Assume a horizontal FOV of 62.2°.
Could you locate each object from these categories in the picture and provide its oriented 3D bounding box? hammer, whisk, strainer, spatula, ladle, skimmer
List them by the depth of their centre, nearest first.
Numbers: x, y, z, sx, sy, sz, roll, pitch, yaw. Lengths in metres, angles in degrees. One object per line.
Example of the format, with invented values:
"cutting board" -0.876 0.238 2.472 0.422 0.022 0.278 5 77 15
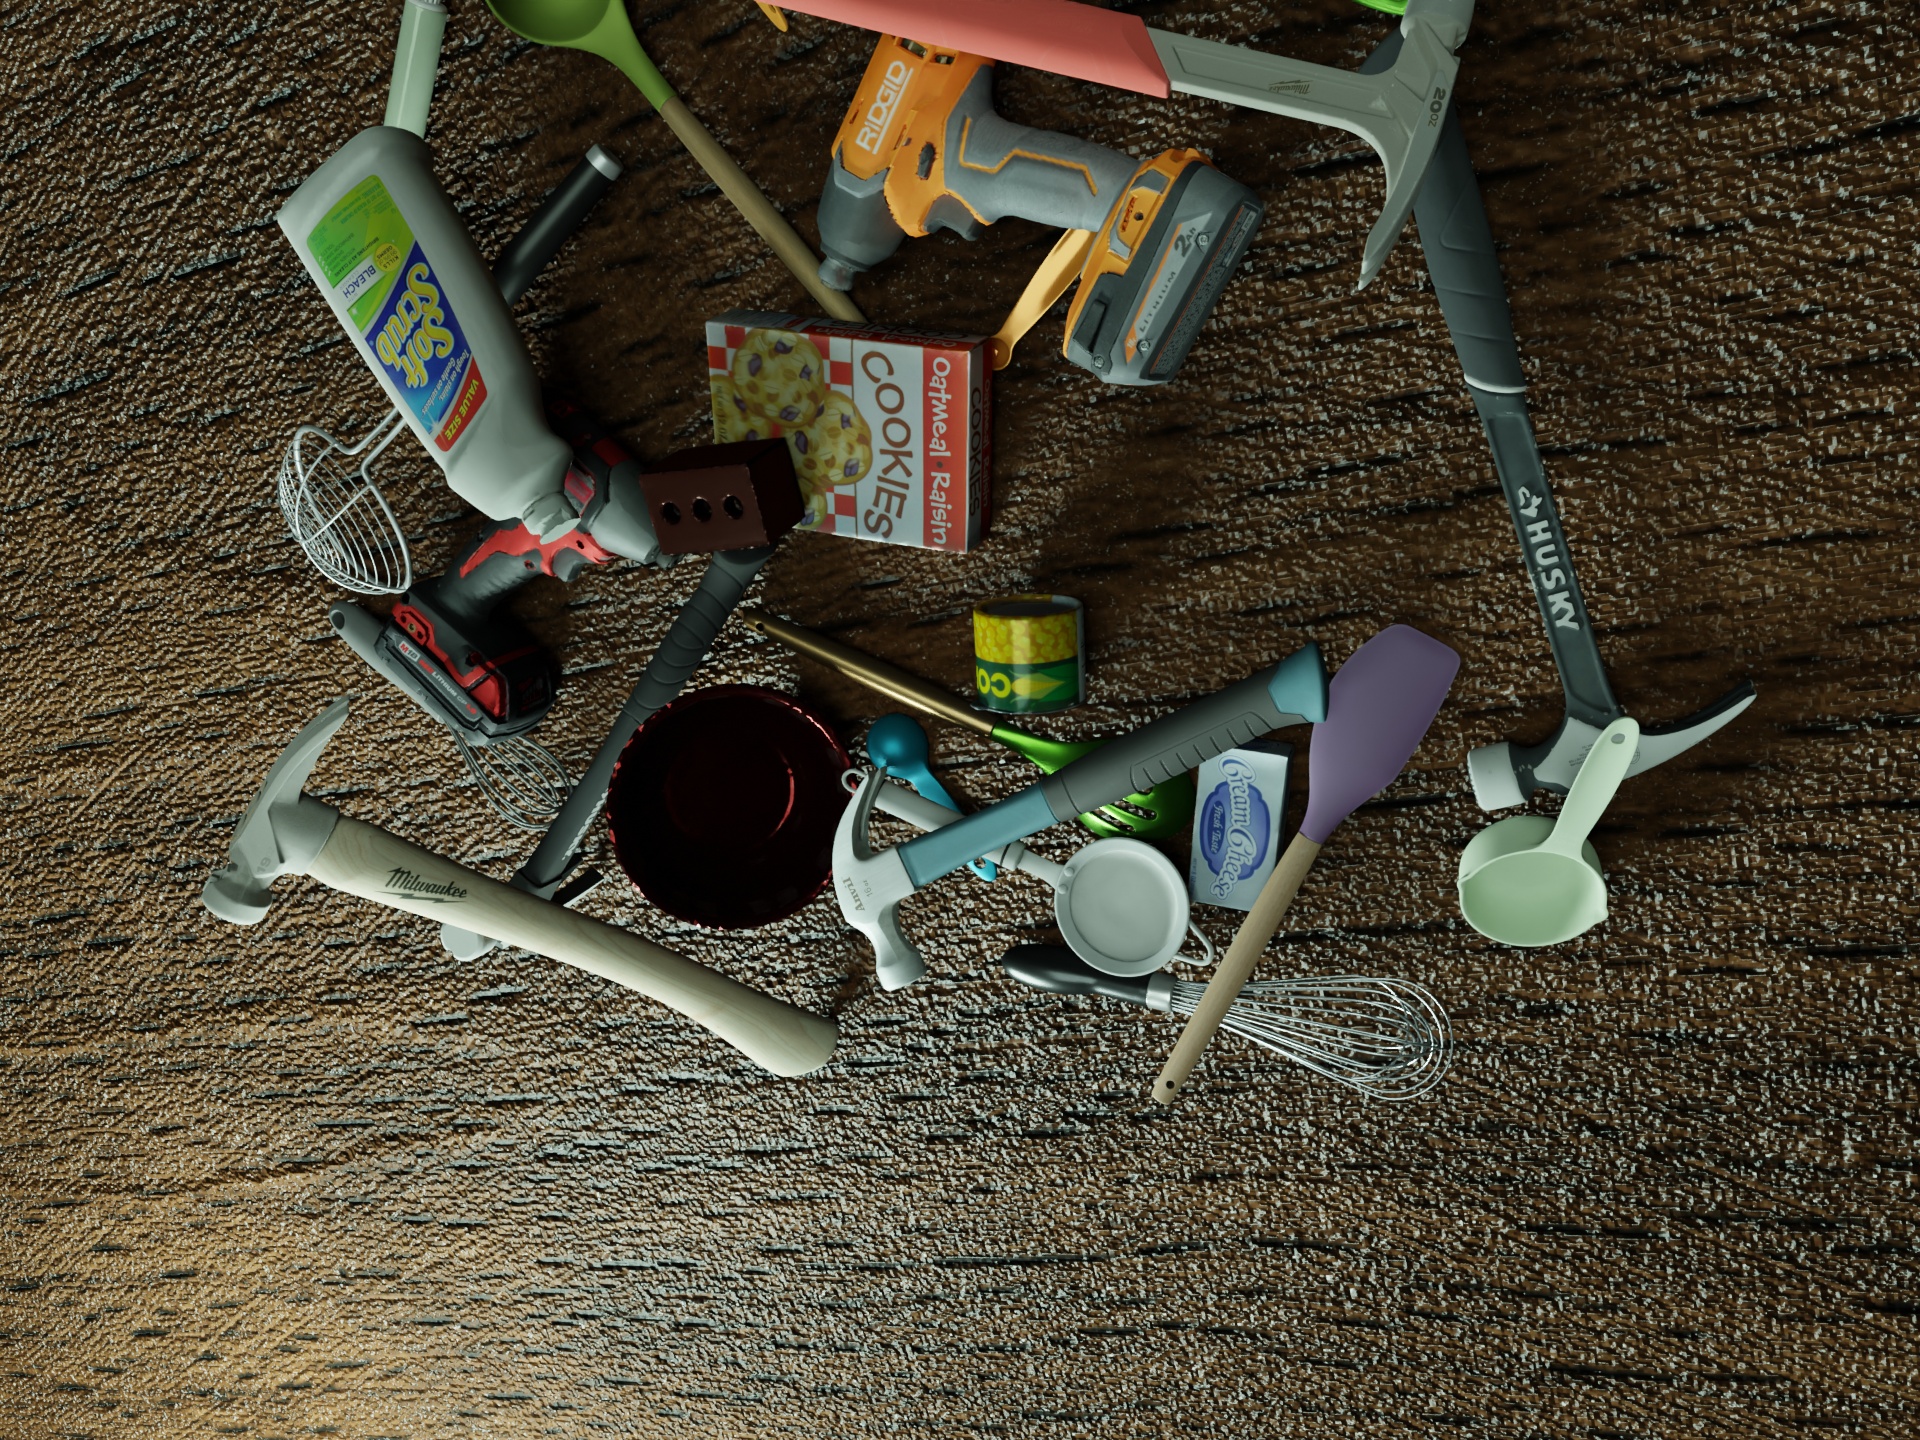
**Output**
"hammer" 0.057 -0.325 0.782 0.359 0.036 0.149 18 83 13
"hammer" 0.287 -0.157 0.822 0.149 0.036 0.409 -15 101 24
"spatula" 0.188 0.088 0.921 0.060 0.018 0.316 28 102 8
"ladle" -0.159 -0.340 0.931 0.078 0.062 0.320 -39 93 27
"hammer" 0.067 0.043 0.940 0.331 0.033 0.128 -26 88 20
"whisk" -0.325 -0.446 0.971 0.059 0.057 0.246 49 128 40
"whisk" 0.155 0.174 0.976 0.285 0.070 0.070 7 110 25
"strainer" 0.041 0.085 0.991 0.258 0.050 0.087 24 105 12
"hammer" -0.246 0.129 1.010 0.410 0.038 0.146 29 100 -28
"hammer" -0.217 0.011 1.043 0.035 0.146 0.334 38 107 8
"skimmer" -0.330 -0.229 1.051 0.363 0.090 0.127 -44 84 17
"whisk" -0.365 -0.006 1.132 0.239 0.055 0.055 40 117 10

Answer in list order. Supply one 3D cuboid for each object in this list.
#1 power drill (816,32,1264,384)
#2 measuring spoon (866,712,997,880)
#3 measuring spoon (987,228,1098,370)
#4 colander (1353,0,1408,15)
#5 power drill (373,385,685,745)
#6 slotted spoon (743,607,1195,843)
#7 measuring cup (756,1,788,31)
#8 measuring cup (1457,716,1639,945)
"power drill" 0.028 -0.269 0.858 0.226 0.084 0.164 35 111 14
"measuring spoon" -0.018 0.053 1.021 0.042 0.021 0.128 -35 91 28
"measuring spoon" 0.051 -0.247 0.903 0.021 0.011 0.117 43 114 6
"colander" 0.046 -0.444 0.785 0.397 0.094 0.204 30 116 12
"power drill" -0.279 -0.094 1.051 0.143 0.078 0.219 42 114 4
"slotted spoon" -0.002 -0.003 0.995 0.314 0.031 0.070 25 117 14
"measuring cup" -0.130 -0.471 0.875 0.052 0.095 0.173 -42 117 -11
"measuring cup" 0.321 0.052 0.851 0.083 0.038 0.167 13 130 2
